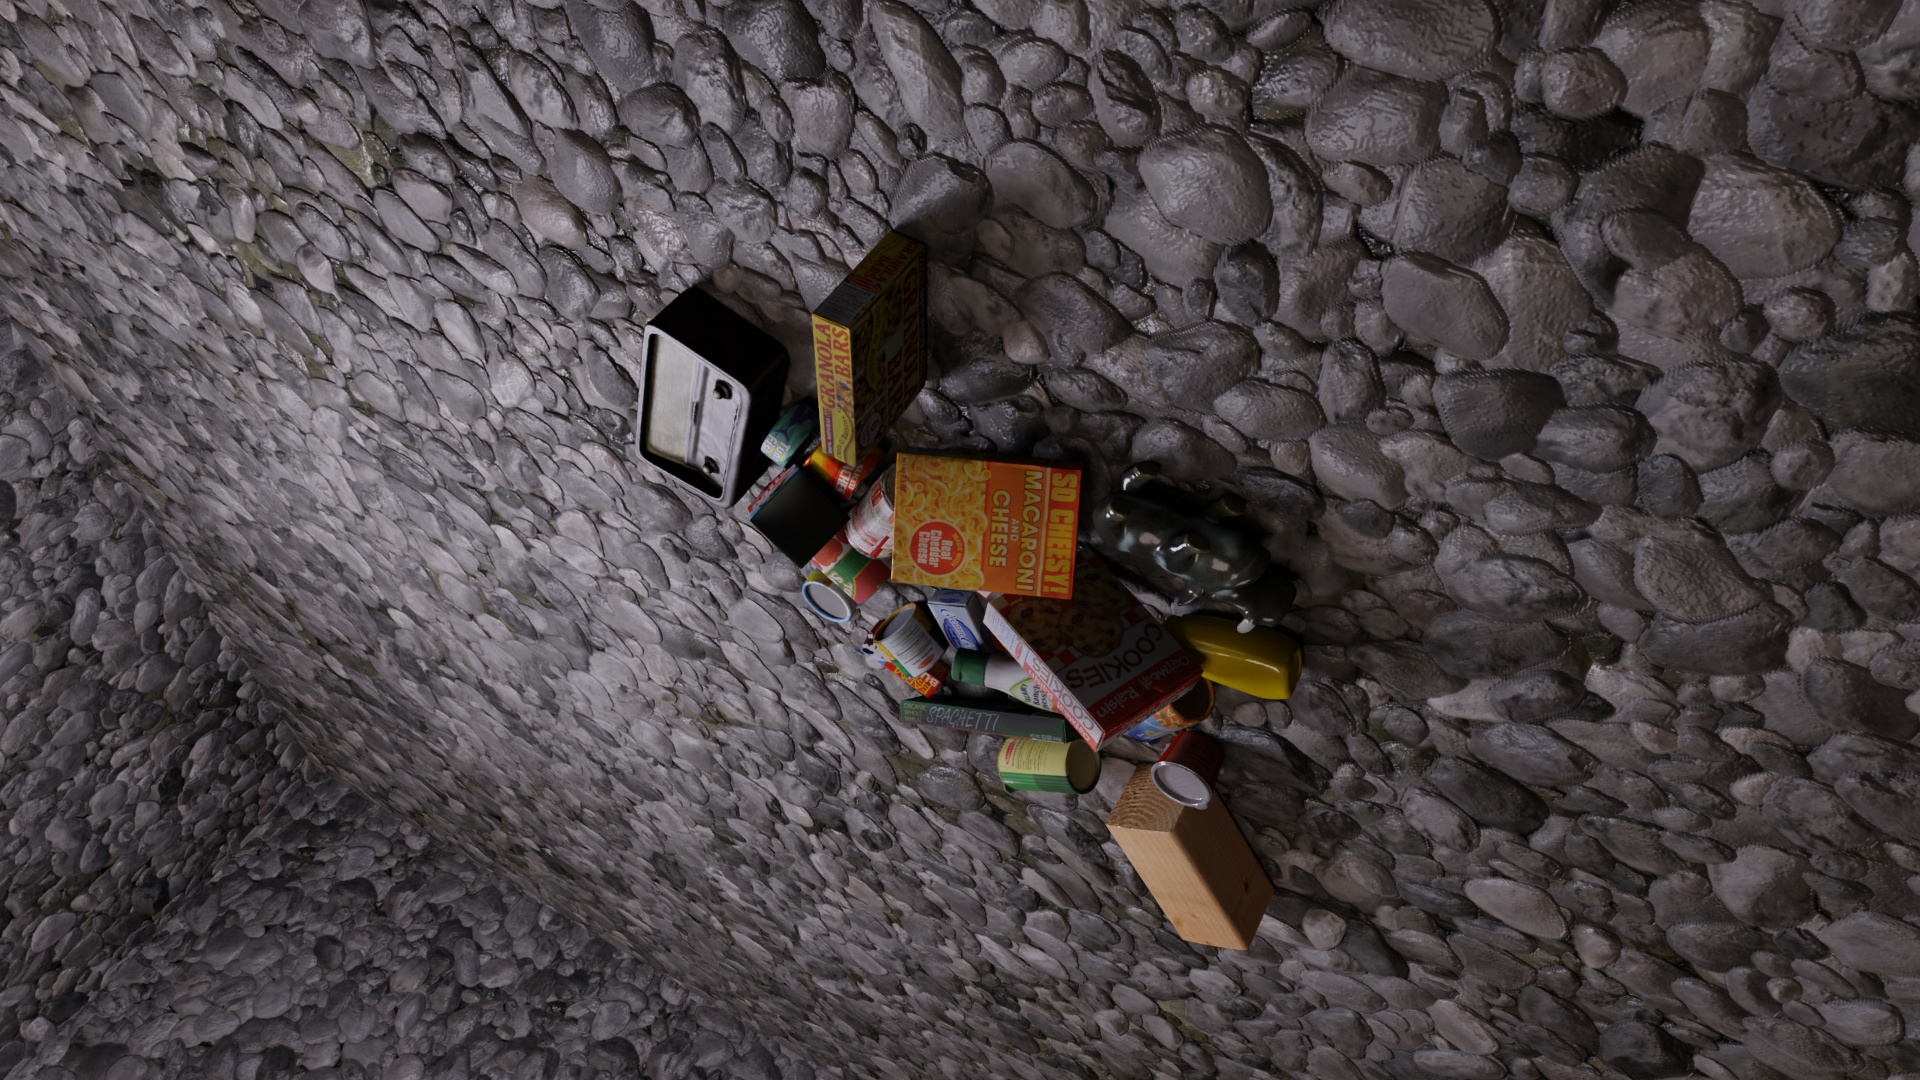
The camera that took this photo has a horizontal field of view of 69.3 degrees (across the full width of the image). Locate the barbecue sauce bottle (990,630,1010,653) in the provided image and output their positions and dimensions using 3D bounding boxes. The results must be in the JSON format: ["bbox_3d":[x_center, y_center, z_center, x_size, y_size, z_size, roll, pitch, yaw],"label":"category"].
[{"bbox_3d":[0.105,0.107,1.431,0.148,0.044,0.064,17,142,25],"label":"barbecue sauce bottle"}]

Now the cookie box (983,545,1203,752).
[{"bbox_3d":[0.122,0.097,1.284,0.168,0.123,0.040,49,150,25],"label":"cookie box"}]

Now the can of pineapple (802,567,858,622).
[{"bbox_3d":[-0.137,0.050,1.563,0.071,0.058,0.070,23,144,18],"label":"can of pineapple"}]

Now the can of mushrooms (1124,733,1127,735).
[{"bbox_3d":[0.170,0.170,1.457,0.071,0.034,0.070,24,144,19],"label":"can of mushrooms"}]

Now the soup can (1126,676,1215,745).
[{"bbox_3d":[0.205,0.162,1.386,0.071,0.072,0.083,43,145,-9],"label":"soup can"}]

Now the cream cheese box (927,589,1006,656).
[{"bbox_3d":[0.008,0.099,1.523,0.053,0.024,0.103,4,134,36],"label":"cream cheese box"}]

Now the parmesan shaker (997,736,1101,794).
[{"bbox_3d":[0.102,0.258,1.588,0.103,0.072,0.071,-5,128,44],"label":"parmesan shaker"}]

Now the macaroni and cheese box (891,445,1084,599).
[{"bbox_3d":[0.024,-0.017,1.263,0.166,0.040,0.123,6,105,7],"label":"macaroni and cheese box"}]

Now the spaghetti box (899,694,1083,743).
[{"bbox_3d":[0.035,0.204,1.597,0.250,0.050,0.028,1,95,41],"label":"spaghetti box"}]

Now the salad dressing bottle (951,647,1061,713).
[{"bbox_3d":[0.065,0.147,1.487,0.148,0.044,0.064,11,135,14],"label":"salad dressing bottle"}]

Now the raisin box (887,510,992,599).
[{"bbox_3d":[0.005,-0.017,1.333,0.123,0.086,0.040,38,150,-3],"label":"raisin box"}]

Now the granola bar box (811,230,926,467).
[{"bbox_3d":[-0.075,-0.162,1.196,0.039,0.125,0.164,24,144,17],"label":"granola bar box"}]

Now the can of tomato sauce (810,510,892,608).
[{"bbox_3d":[-0.119,0.020,1.500,0.083,0.071,0.071,43,145,-8],"label":"can of tomato sauce"}]

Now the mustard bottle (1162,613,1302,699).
[{"bbox_3d":[0.238,0.100,1.301,0.160,0.049,0.065,17,143,28],"label":"mustard bottle"}]

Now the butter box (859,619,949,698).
[{"bbox_3d":[-0.065,0.140,1.636,0.103,0.024,0.053,35,146,3],"label":"butter box"}]

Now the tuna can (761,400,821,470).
[{"bbox_3d":[-0.170,-0.104,1.396,0.033,0.071,0.070,38,146,0],"label":"tuna can"}]

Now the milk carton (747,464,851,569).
[{"bbox_3d":[-0.171,-0.031,1.444,0.072,0.073,0.190,44,178,-11],"label":"milk carton"}]

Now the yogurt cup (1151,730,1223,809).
[{"bbox_3d":[0.241,0.237,1.456,0.072,0.054,0.072,23,143,19],"label":"yogurt cup"}]

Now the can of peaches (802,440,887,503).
[{"bbox_3d":[-0.115,-0.080,1.379,0.058,0.071,0.071,40,146,-4],"label":"can of peaches"}]

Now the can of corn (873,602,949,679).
[{"bbox_3d":[-0.056,0.111,1.559,0.058,0.071,0.071,49,144,-16],"label":"can of corn"}]
